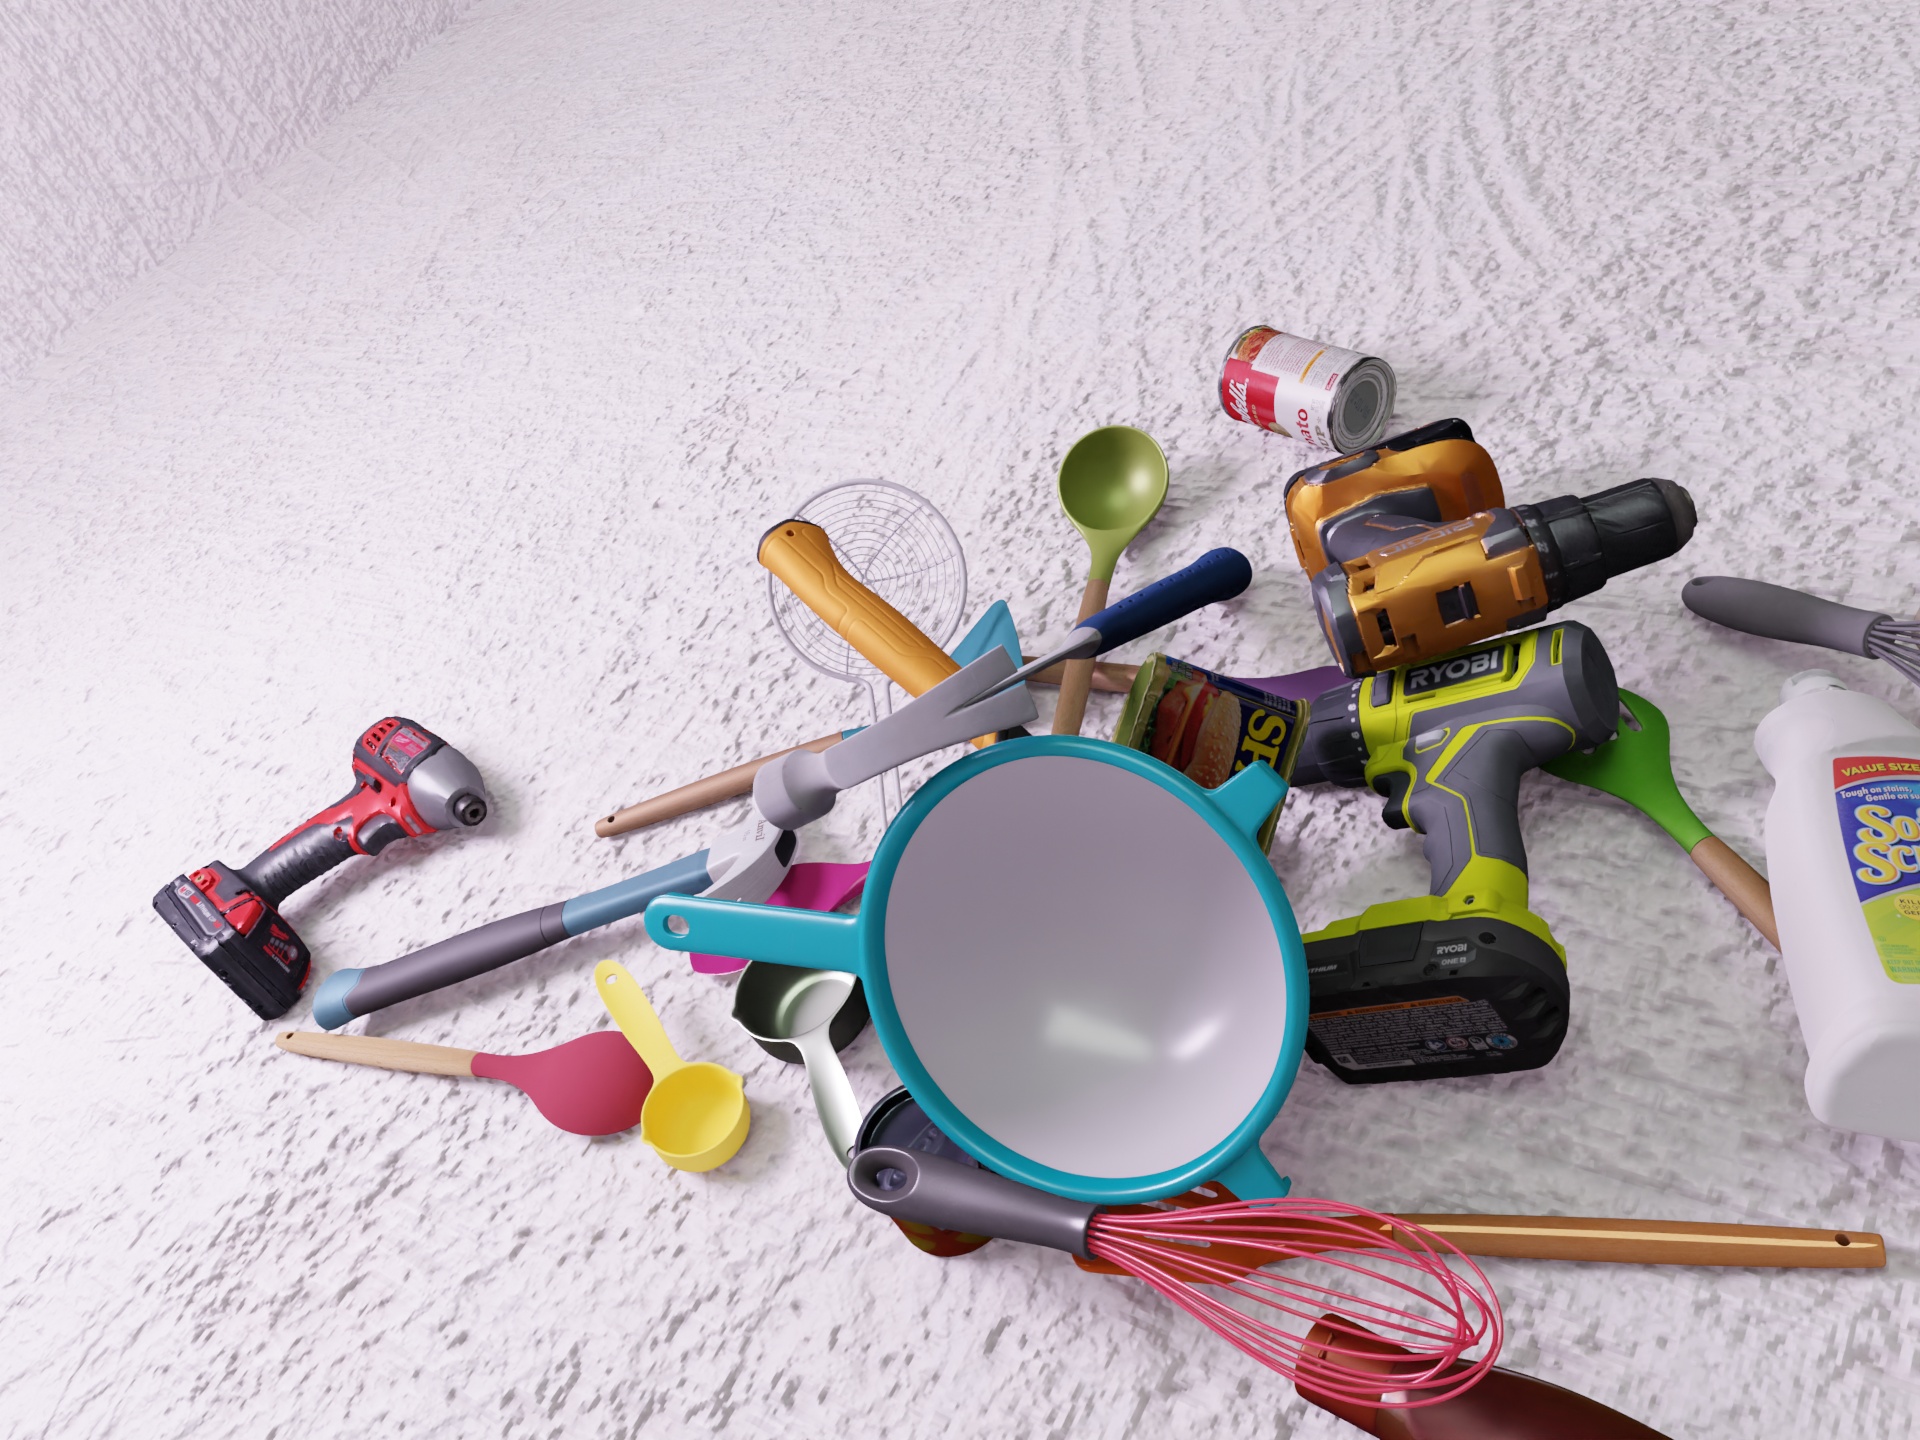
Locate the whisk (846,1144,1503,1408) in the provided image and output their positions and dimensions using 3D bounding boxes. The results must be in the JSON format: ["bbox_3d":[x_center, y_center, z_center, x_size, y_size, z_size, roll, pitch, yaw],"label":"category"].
[{"bbox_3d":[0.073,0.217,0.660,0.296,0.073,0.073,4,50,33],"label":"whisk"}]

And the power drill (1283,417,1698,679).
[{"bbox_3d":[0.275,-0.104,0.869,0.185,0.084,0.226,-19,18,10],"label":"power drill"}]

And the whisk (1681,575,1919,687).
[{"bbox_3d":[0.441,-0.038,0.769,0.055,0.055,0.239,-35,25,-8],"label":"whisk"}]

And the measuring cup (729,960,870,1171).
[{"bbox_3d":[-0.071,0.183,0.858,0.083,0.038,0.168,-28,43,0],"label":"measuring cup"}]

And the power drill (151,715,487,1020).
[{"bbox_3d":[-0.436,0.095,1.116,0.143,0.078,0.220,24,60,41],"label":"power drill"}]

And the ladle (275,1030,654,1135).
[{"bbox_3d":[-0.311,0.207,0.971,0.315,0.031,0.069,-1,42,30],"label":"ladle"}]

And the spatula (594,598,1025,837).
[{"bbox_3d":[-0.103,0.015,1.038,0.317,0.044,0.082,-20,49,11],"label":"spatula"}]

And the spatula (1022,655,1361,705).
[{"bbox_3d":[0.140,-0.019,0.962,0.316,0.018,0.060,8,57,33],"label":"spatula"}]

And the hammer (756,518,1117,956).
[{"bbox_3d":[-0.001,-0.003,0.890,0.127,0.034,0.337,-34,64,-32],"label":"hammer"}]

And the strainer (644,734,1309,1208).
[{"bbox_3d":[0.009,0.102,0.760,0.340,0.211,0.095,2,10,28],"label":"strainer"}]

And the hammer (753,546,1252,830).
[{"bbox_3d":[0.065,-0.040,0.846,0.144,0.035,0.405,-25,1,37],"label":"hammer"}]

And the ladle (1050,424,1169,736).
[{"bbox_3d":[0.081,-0.077,1.002,0.078,0.062,0.320,-2,42,18],"label":"ladle"}]

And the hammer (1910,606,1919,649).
[{"bbox_3d":[0.517,0.075,0.652,0.146,0.038,0.411,-14,43,13],"label":"hammer"}]

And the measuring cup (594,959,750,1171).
[{"bbox_3d":[-0.168,0.191,0.895,0.062,0.029,0.157,-31,46,-16],"label":"measuring cup"}]

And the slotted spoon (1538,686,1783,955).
[{"bbox_3d":[0.366,0.075,0.741,0.070,0.031,0.314,-26,43,-1],"label":"slotted spoon"}]

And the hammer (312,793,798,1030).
[{"bbox_3d":[-0.256,0.128,0.999,0.331,0.033,0.128,-20,28,10],"label":"hammer"}]

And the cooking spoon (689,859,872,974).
[{"bbox_3d":[-0.019,0.077,0.950,0.319,0.017,0.069,-24,39,5],"label":"cooking spoon"}]

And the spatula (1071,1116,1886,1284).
[{"bbox_3d":[0.208,0.213,0.675,0.322,0.041,0.081,-5,39,22],"label":"spatula"}]

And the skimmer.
[{"bbox_3d":[-0.044,0.018,0.927,0.127,0.090,0.364,-5,54,-5],"label":"skimmer"}]

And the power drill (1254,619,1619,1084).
[{"bbox_3d":[0.219,0.059,0.787,0.190,0.080,0.229,-16,39,37],"label":"power drill"}]
